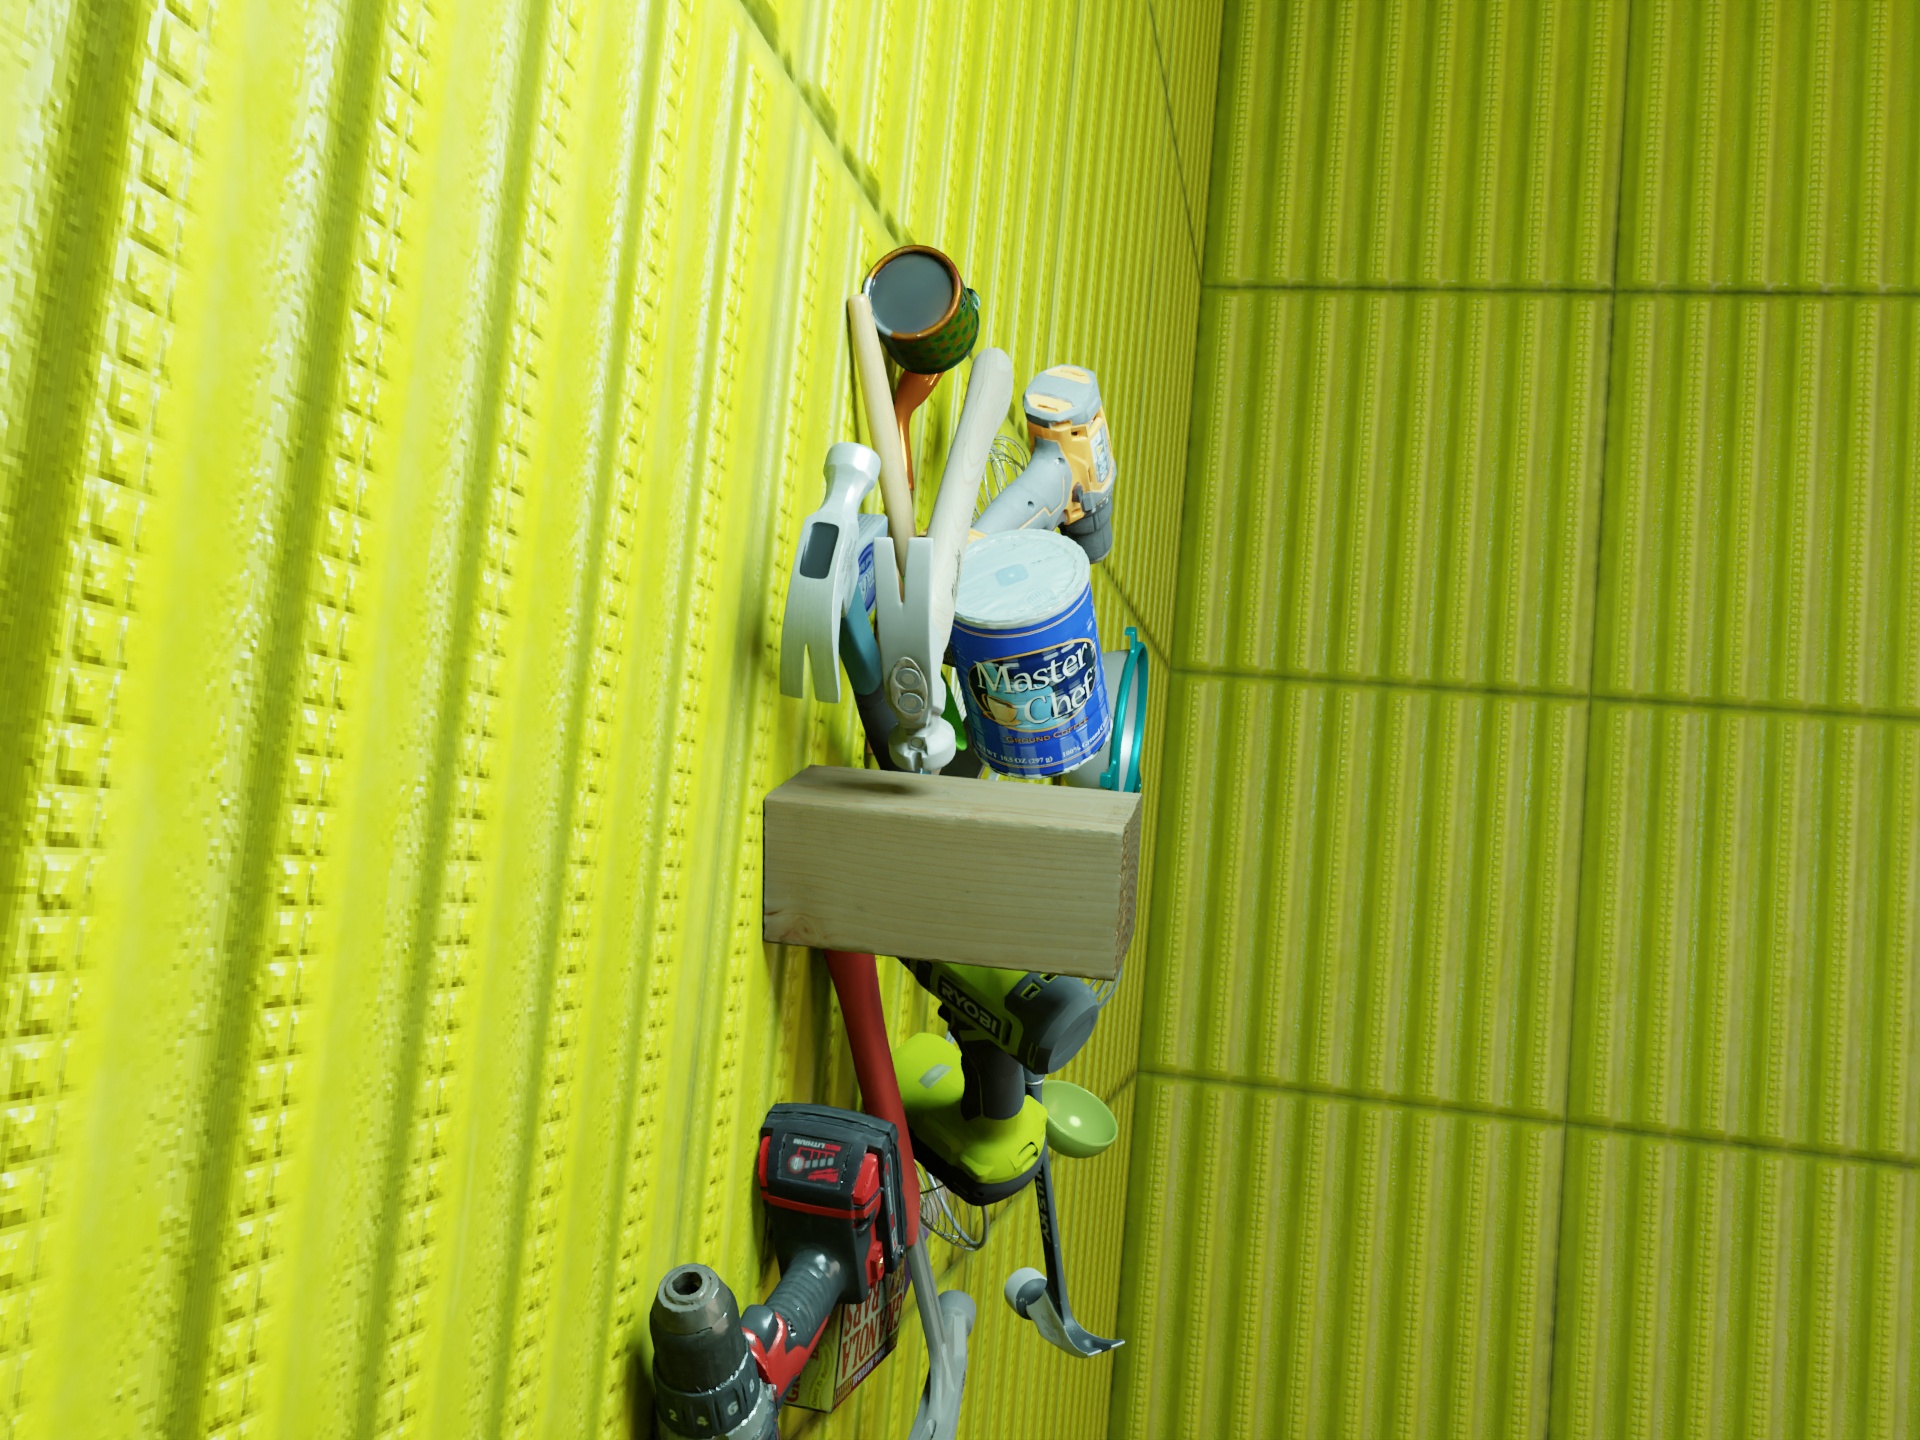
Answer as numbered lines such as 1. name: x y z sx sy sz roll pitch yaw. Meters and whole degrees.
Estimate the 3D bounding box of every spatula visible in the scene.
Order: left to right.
1. spatula: -0.034 -0.136 1.103 0.081 0.041 0.322 20 76 -78
2. spatula: -0.027 0.425 1.361 0.316 0.018 0.059 -49 142 -67

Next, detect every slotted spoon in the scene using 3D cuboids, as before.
1. slotted spoon: -0.037 -0.122 1.048 0.070 0.031 0.313 -82 163 -66

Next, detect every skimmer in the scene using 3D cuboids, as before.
1. skimmer: 0.017 0.282 1.346 0.363 0.090 0.127 -66 157 -56

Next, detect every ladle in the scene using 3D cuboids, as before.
1. ladle: 0.042 0.244 1.303 0.319 0.062 0.078 61 5 -28

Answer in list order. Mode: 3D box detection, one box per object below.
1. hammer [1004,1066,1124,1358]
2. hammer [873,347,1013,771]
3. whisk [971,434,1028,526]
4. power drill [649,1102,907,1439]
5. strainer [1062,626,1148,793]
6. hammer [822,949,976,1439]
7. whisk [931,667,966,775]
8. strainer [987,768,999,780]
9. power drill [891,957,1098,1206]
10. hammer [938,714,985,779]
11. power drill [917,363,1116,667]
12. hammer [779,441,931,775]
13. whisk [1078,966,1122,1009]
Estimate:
1. hammer: 0.055 0.284 1.201 0.149 0.036 0.409 -169 -110 -66
2. hammer: -0.003 -0.150 1.020 0.411 0.038 0.146 -78 167 -52
3. whisk: 0.055 -0.124 1.357 0.070 0.070 0.284 -73 151 -44
4. power drill: -0.103 0.310 0.870 0.227 0.080 0.187 -60 152 -56
5. strainer: 0.169 0.028 1.934 0.340 0.095 0.211 65 34 -69
6. hammer: -0.044 0.302 1.054 0.149 0.037 0.359 -65 145 -70
7. whisk: -0.002 -0.004 1.277 0.059 0.057 0.246 -51 -170 43
8. strainer: 0.025 0.069 1.430 0.087 0.050 0.258 18 -79 58
9. power drill: -0.005 0.212 1.095 0.080 0.191 0.228 -35 146 -36
10. hammer: 0.036 0.102 1.339 0.143 0.038 0.386 -68 162 -9
11. power drill: 0.051 -0.136 1.229 0.226 0.084 0.185 -56 150 -27
12. hammer: -0.053 -0.023 0.966 0.330 0.033 0.128 75 27 -64
13. whisk: 0.055 0.288 1.388 0.239 0.055 0.055 -49 159 -7
